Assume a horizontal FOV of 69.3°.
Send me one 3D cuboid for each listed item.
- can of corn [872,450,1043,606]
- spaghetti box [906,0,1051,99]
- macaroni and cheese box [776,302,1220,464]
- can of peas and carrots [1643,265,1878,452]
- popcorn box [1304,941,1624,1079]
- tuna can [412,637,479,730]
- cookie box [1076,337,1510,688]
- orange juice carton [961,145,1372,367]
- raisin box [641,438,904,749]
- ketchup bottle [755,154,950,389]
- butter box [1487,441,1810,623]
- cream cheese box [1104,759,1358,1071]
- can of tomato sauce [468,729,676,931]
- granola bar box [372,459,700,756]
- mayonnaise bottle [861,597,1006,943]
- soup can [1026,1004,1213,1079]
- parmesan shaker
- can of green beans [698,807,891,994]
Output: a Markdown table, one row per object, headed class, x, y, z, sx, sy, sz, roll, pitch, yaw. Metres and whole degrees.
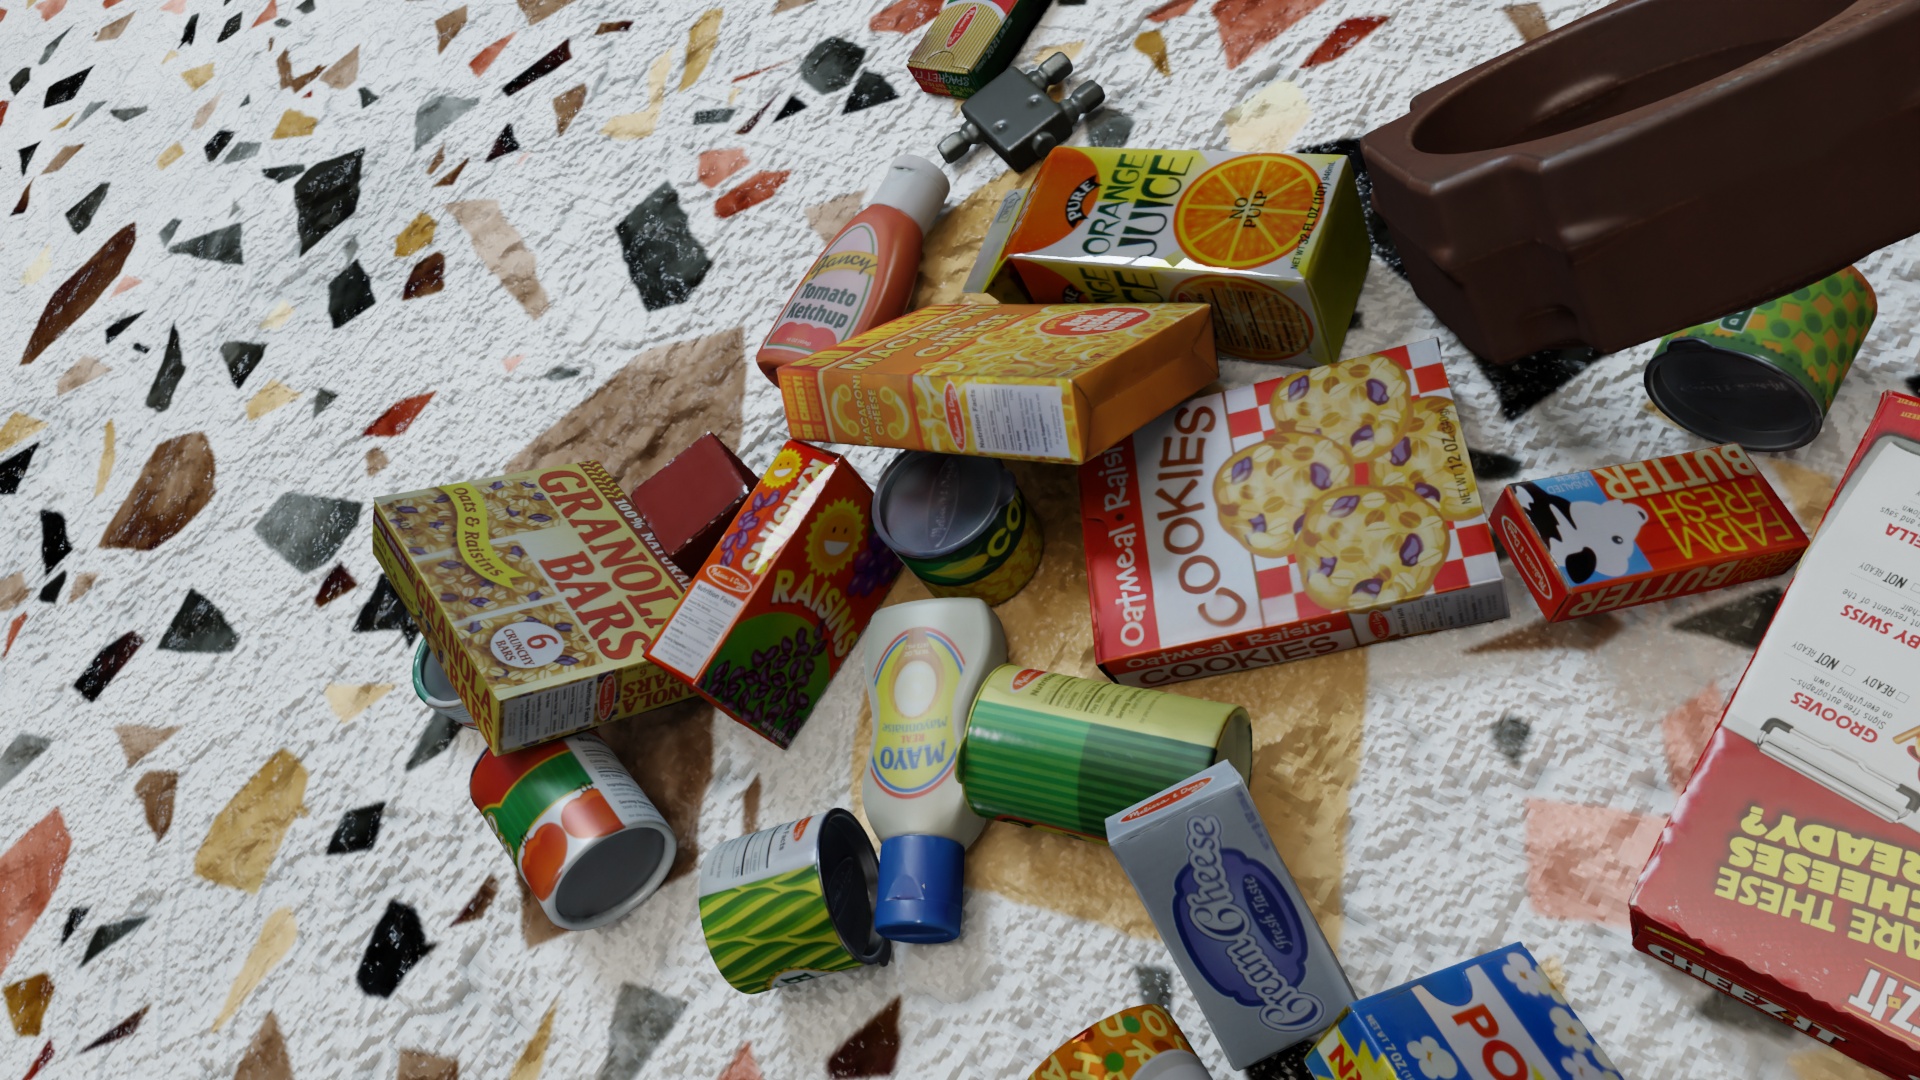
| class | x | y | z | sx | sy | sz | roll | pitch | yaw |
| --- | --- | --- | --- | --- | --- | --- | --- | --- | --- |
| can of corn | 0.002 | -0.008 | 0.657 | 0.071 | 0.058 | 0.071 | -11 | 58 | 18 |
| spaghetti box | 0.052 | -0.378 | 0.869 | 0.050 | 0.028 | 0.251 | 21 | 72 | 32 |
| macaroni and cheese box | 0.017 | -0.077 | 0.649 | 0.166 | 0.040 | 0.124 | 7 | 26 | 37 |
| can of peas and carrots | 0.315 | -0.079 | 0.550 | 0.071 | 0.070 | 0.059 | 25 | 74 | 33 |
| popcorn box | 0.181 | 0.200 | 0.439 | 0.085 | 0.038 | 0.127 | -7 | 48 | -28 |
| tuna can | -0.258 | 0.064 | 0.748 | 0.071 | 0.032 | 0.071 | -11 | 59 | 18 |
| cookie box | 0.138 | -0.011 | 0.608 | 0.167 | 0.040 | 0.123 | -13 | 57 | 17 |
| orange juice carton | 0.094 | -0.142 | 0.685 | 0.193 | 0.073 | 0.072 | 11 | 67 | 30 |
| raisin box | -0.082 | 0.026 | 0.658 | 0.040 | 0.086 | 0.123 | 22 | 72 | 34 |
| ketchup bottle | -0.053 | -0.146 | 0.772 | 0.065 | 0.043 | 0.149 | 16 | 69 | 31 |
| butter box | 0.264 | -0.004 | 0.535 | 0.104 | 0.024 | 0.053 | -10 | 55 | -9 |
| cream cheese box | 0.100 | 0.138 | 0.509 | 0.053 | 0.024 | 0.103 | -28 | 99 | 6 |
| can of tomato sauce | -0.184 | 0.132 | 0.654 | 0.071 | 0.071 | 0.083 | -45 | 55 | -5 |
| granola bar box | -0.206 | 0.027 | 0.700 | 0.124 | 0.038 | 0.166 | -14 | 43 | -36 |
| mayonnaise bottle | -0.014 | 0.099 | 0.612 | 0.065 | 0.041 | 0.149 | -8 | 58 | 19 |
| soup can | 0.070 | 0.216 | 0.488 | 0.071 | 0.071 | 0.084 | -36 | 53 | 1 |
| parmesan shaker | 0.059 | 0.092 | 0.565 | 0.103 | 0.071 | 0.071 | 8 | 66 | 27 |
| can of green beans | -0.070 | 0.153 | 0.590 | 0.058 | 0.071 | 0.071 | -19 | 56 | 14 |
